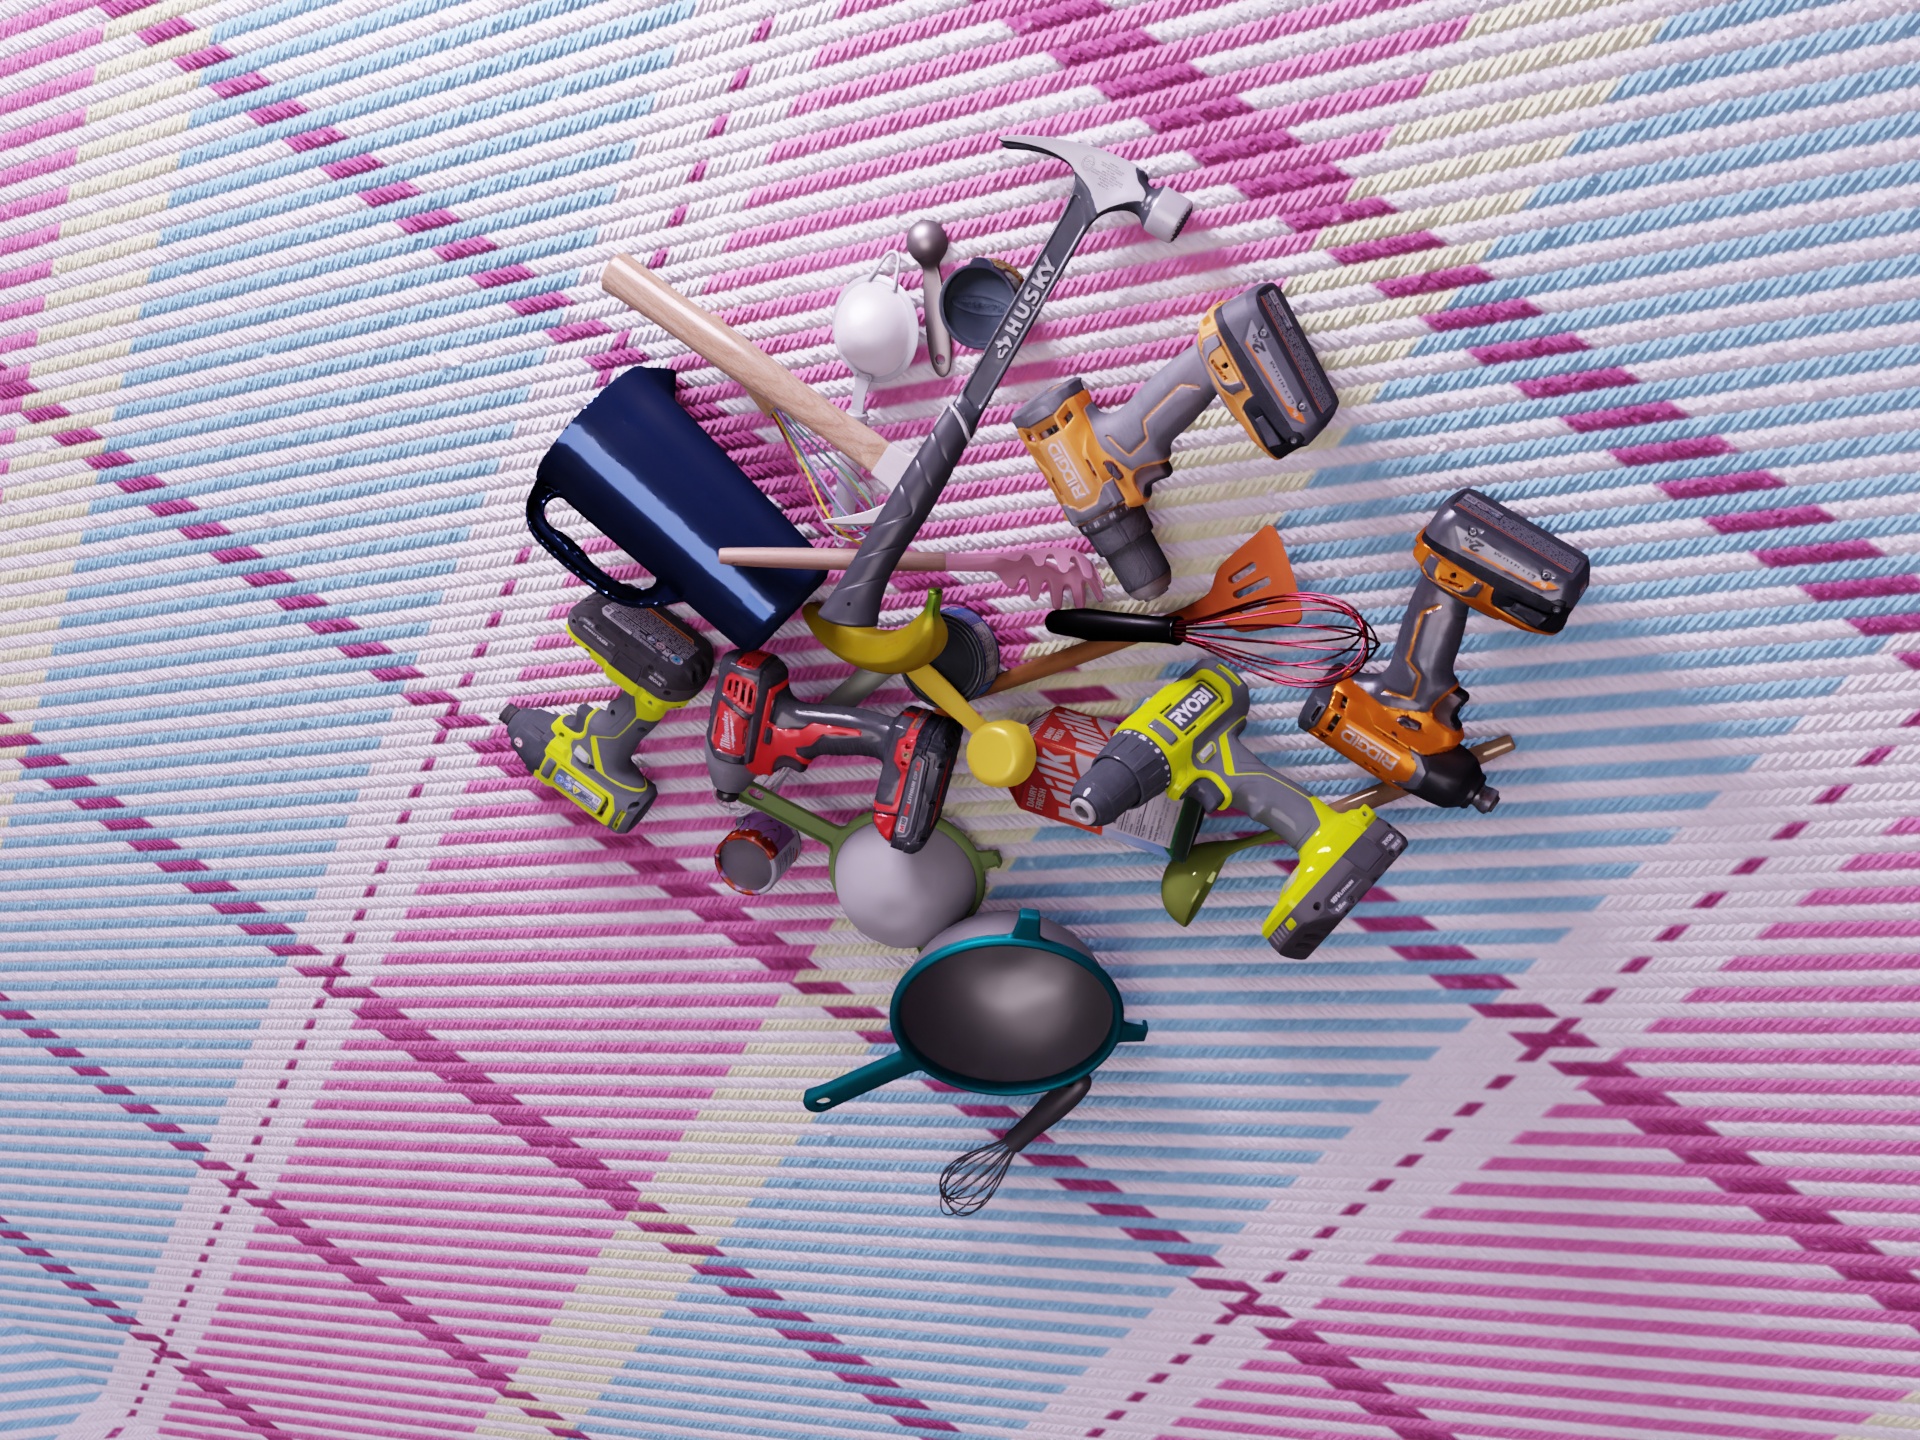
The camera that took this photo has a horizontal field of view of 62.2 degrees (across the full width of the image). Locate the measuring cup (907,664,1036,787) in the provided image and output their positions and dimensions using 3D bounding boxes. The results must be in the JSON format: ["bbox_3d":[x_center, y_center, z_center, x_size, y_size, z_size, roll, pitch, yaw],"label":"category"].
[{"bbox_3d":[-0.002,-0.004,1.339,0.157,0.029,0.062,44,112,17],"label":"measuring cup"}]

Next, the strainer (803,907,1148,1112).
[{"bbox_3d":[-0.009,0.271,1.485,0.340,0.095,0.210,-29,122,24],"label":"strainer"}]

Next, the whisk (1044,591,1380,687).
[{"bbox_3d":[0.186,-0.068,1.233,0.296,0.073,0.073,7,118,40],"label":"whisk"}]

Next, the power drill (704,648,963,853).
[{"bbox_3d":[-0.120,0.032,1.404,0.219,0.078,0.143,18,113,6],"label":"power drill"}]

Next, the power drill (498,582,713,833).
[{"bbox_3d":[-0.341,-0.014,1.510,0.171,0.080,0.223,37,125,1],"label":"power drill"}]

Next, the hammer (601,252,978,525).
[{"bbox_3d":[-0.154,-0.270,1.272,0.331,0.031,0.130,36,98,9],"label":"hammer"}]

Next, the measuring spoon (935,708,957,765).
[{"bbox_3d":[-0.015,-0.009,1.420,0.021,0.011,0.116,7,116,18],"label":"measuring spoon"}]

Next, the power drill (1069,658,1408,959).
[{"bbox_3d":[0.212,0.074,1.240,0.229,0.190,0.080,42,145,14],"label":"power drill"}]

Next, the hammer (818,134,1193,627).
[{"bbox_3d":[0.005,-0.246,1.203,0.149,0.036,0.409,32,101,3],"label":"hammer"}]

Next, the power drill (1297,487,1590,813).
[{"bbox_3d":[0.375,-0.041,1.200,0.164,0.084,0.226,35,125,15],"label":"power drill"}]

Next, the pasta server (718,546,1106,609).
[{"bbox_3d":[-0.040,-0.124,1.303,0.316,0.040,0.060,1,154,-2],"label":"pasta server"}]

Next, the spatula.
[{"bbox_3d":[0.132,-0.069,1.316,0.322,0.041,0.081,-20,82,30],"label":"spatula"}]

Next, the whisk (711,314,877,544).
[{"bbox_3d":[-0.141,-0.240,1.313,0.245,0.047,0.051,53,161,9],"label":"whisk"}]

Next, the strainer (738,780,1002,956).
[{"bbox_3d":[-0.101,0.133,1.461,0.256,0.069,0.151,29,121,-8],"label":"strainer"}]

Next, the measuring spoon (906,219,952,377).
[{"bbox_3d":[-0.023,-0.333,1.263,0.034,0.018,0.124,2,116,20],"label":"measuring spoon"}]

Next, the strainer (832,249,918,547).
[{"bbox_3d":[-0.085,-0.257,1.313,0.087,0.050,0.258,28,126,26],"label":"strainer"}]

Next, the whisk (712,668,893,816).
[{"bbox_3d":[-0.143,0.014,1.467,0.059,0.058,0.246,29,125,-35],"label":"whisk"}]

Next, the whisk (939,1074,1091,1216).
[{"bbox_3d":[0.052,0.421,1.581,0.055,0.055,0.239,41,118,-1],"label":"whisk"}]

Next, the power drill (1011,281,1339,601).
[{"bbox_3d":[0.170,-0.205,1.211,0.226,0.084,0.185,-24,100,33],"label":"power drill"}]

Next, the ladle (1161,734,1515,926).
[{"bbox_3d":[0.308,0.090,1.316,0.320,0.078,0.062,-25,88,23],"label":"ladle"}]
